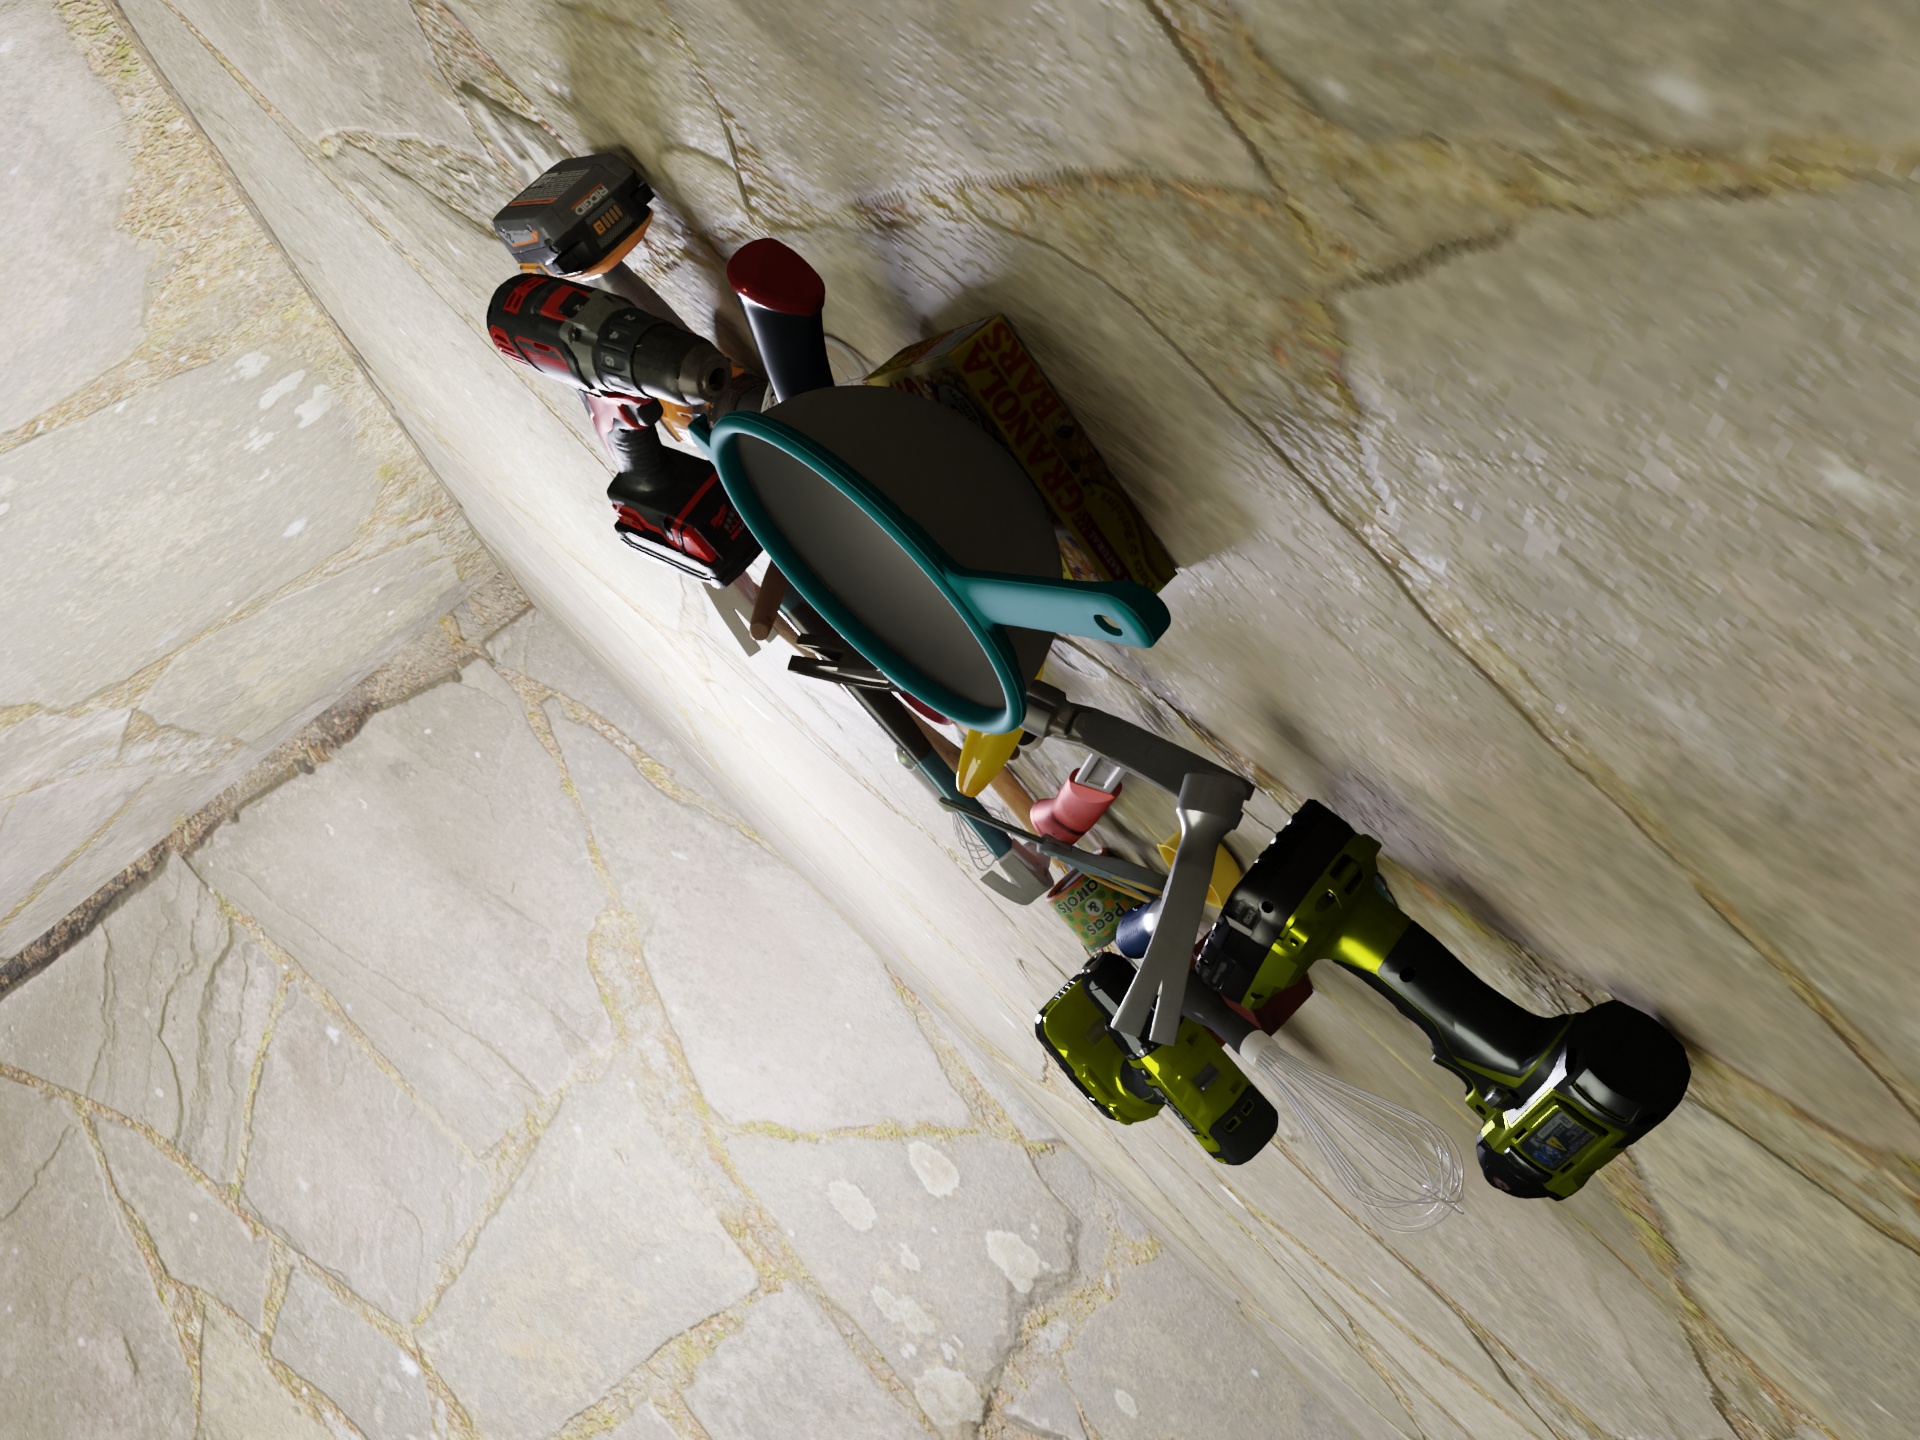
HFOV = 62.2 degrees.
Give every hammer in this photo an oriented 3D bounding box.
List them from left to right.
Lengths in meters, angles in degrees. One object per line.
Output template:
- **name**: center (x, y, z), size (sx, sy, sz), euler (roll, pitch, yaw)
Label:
- **hammer**: center (-0.081, -0.128, 0.938), size (0.143, 0.038, 0.385), euler (8, 152, 16)
- **hammer**: center (-0.101, -0.041, 1.344), size (0.331, 0.031, 0.130), euler (40, -161, -36)
- **hammer**: center (-0.038, 0.017, 1.267), size (0.331, 0.033, 0.128), euler (49, -169, -8)
- **hammer**: center (0.098, 0.054, 1.113), size (0.149, 0.037, 0.359), euler (27, 168, 4)
- **hammer**: center (0.125, 0.131, 1.018), size (0.035, 0.144, 0.405), euler (16, 171, 6)

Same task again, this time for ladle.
- **ladle**: center (-0.002, -0.004, 1.227), size (0.069, 0.031, 0.315), euler (47, 177, -16)

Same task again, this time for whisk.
- **whisk**: center (-0.005, 0.075, 1.417), size (0.058, 0.059, 0.246), euler (13, 161, 27)
- **whisk**: center (0.102, 0.140, 1.369), size (0.245, 0.047, 0.051), euler (52, 167, -3)
- **whisk**: center (0.215, 0.231, 1.034), size (0.285, 0.070, 0.070), euler (36, 162, 51)

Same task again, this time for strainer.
- **strainer**: center (0.011, -0.088, 0.746), size (0.210, 0.095, 0.340), euler (51, 163, -26)

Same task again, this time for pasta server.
- **pasta server**: center (-0.135, -0.111, 1.161), size (0.060, 0.040, 0.316), euler (42, -164, -16)

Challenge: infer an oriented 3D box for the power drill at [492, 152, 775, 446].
- **power drill**: center (-0.201, -0.272, 1.091), size (0.185, 0.084, 0.226), euler (24, 157, 54)

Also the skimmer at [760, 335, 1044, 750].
- **skimmer**: center (-0.018, -0.105, 1.088), size (0.127, 0.090, 0.362), euler (26, 165, 45)

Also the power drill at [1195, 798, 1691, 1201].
- **power drill**: center (0.241, 0.156, 0.833), size (0.223, 0.080, 0.171), euler (36, 150, 17)

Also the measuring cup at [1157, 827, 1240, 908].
- **measuring cup**: center (0.168, 0.111, 1.127), size (0.062, 0.029, 0.156), euler (45, 171, 15)

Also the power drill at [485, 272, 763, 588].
- **power drill**: center (-0.195, -0.190, 1.052), size (0.188, 0.080, 0.226), euler (23, 156, 31)

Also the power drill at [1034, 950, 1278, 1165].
- **power drill**: center (0.143, 0.265, 1.300), size (0.190, 0.080, 0.228), euler (49, 164, -4)

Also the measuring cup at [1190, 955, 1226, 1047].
- **measuring cup**: center (0.188, 0.208, 1.276), size (0.095, 0.052, 0.173), euler (41, 163, 27)
